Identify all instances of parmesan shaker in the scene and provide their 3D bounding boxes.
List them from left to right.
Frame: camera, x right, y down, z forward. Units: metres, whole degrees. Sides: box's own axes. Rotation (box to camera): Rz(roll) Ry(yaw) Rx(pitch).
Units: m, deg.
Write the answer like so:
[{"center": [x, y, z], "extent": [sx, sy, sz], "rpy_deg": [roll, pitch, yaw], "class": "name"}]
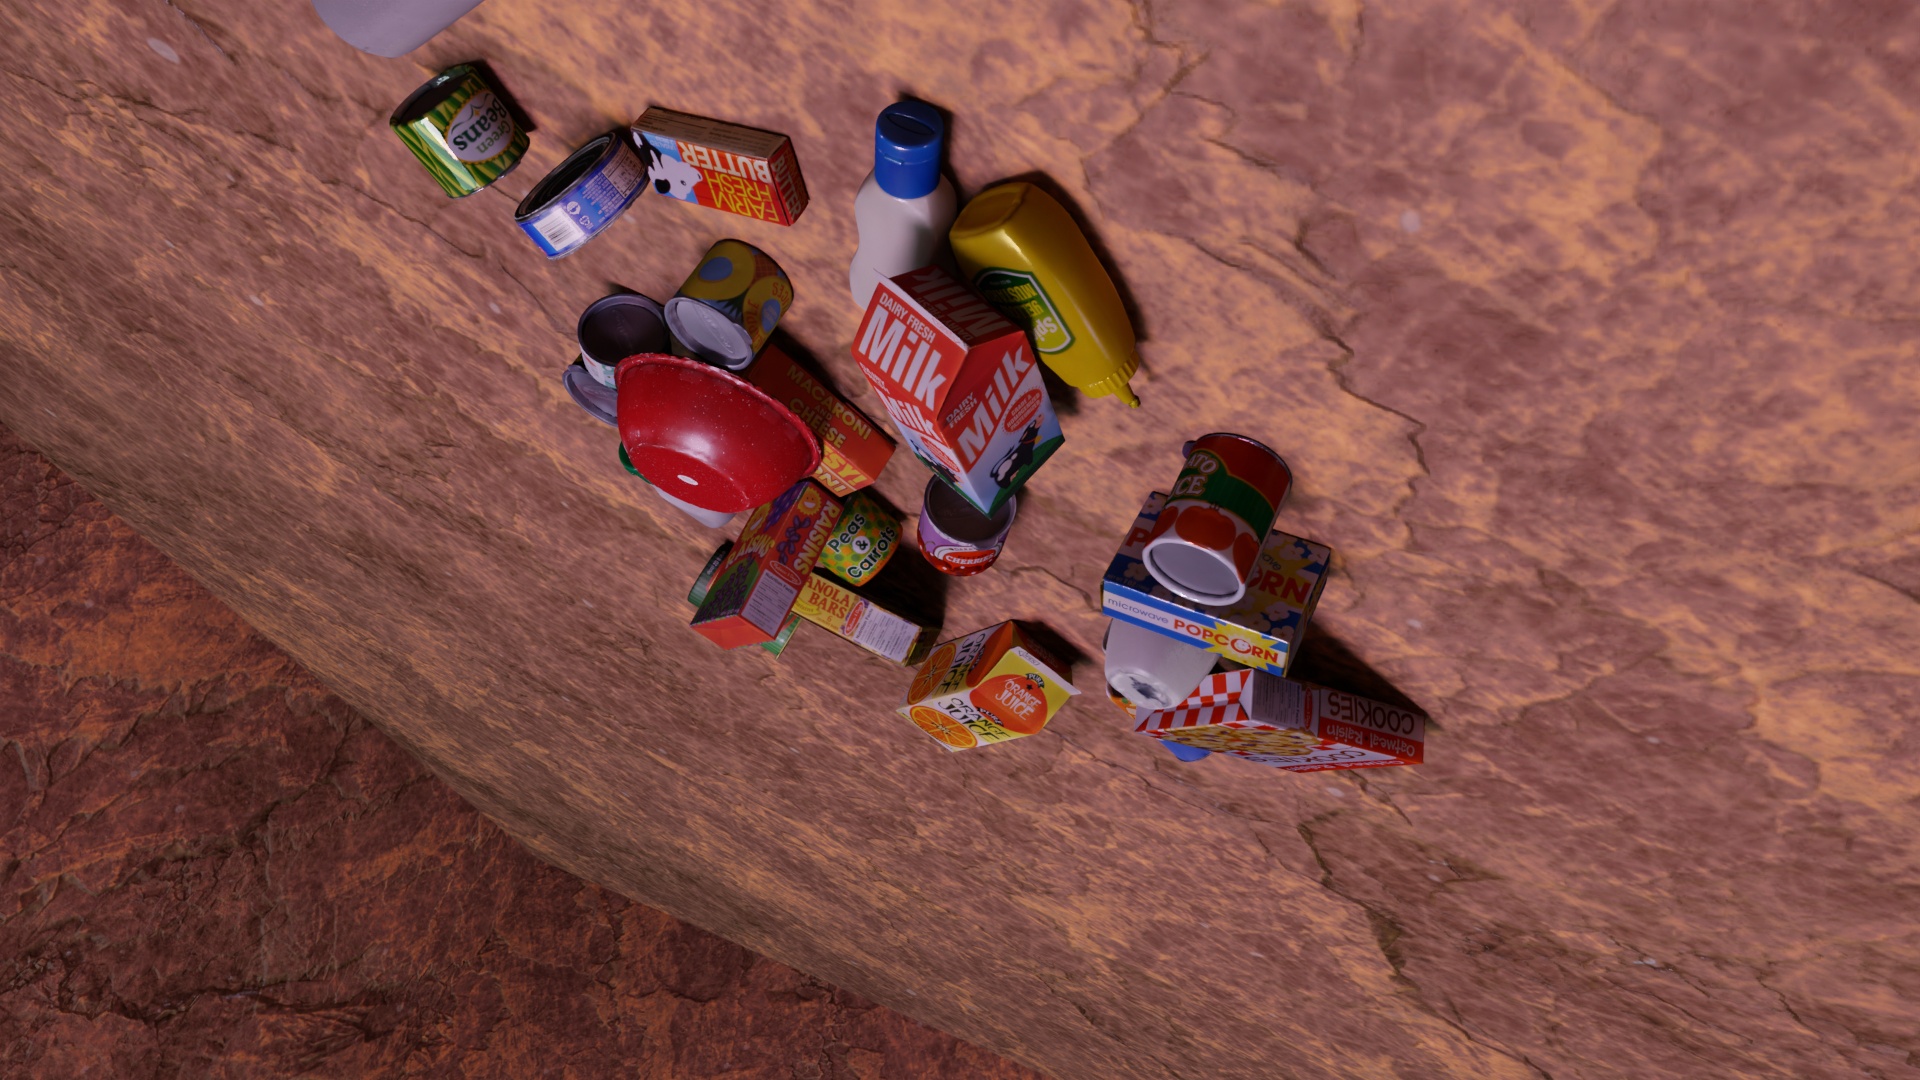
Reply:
[{"center": [-0.200, 0.058, 1.320], "extent": [0.103, 0.071, 0.071], "rpy_deg": [31, 153, -3], "class": "parmesan shaker"}]

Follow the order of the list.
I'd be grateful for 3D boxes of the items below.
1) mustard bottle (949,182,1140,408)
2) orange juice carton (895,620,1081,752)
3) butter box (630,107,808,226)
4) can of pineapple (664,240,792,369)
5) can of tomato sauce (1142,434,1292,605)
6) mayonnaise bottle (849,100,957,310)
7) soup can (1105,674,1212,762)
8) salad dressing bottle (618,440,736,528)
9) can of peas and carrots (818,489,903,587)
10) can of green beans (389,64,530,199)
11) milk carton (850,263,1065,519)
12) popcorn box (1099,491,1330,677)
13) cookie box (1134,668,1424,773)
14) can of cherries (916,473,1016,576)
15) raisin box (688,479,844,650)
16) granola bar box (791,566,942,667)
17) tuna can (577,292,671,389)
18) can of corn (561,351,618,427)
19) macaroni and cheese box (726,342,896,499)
[{"center": [0.060, -0.127, 0.779], "extent": [0.065, 0.049, 0.160], "rpy_deg": [2, 142, 50], "class": "mustard bottle"}, {"center": [0.028, 0.127, 1.214], "extent": [0.072, 0.073, 0.192], "rpy_deg": [38, 151, -16], "class": "orange juice carton"}, {"center": [-0.145, -0.225, 0.838], "extent": [0.103, 0.024, 0.053], "rpy_deg": [18, 150, 21], "class": "butter box"}, {"center": [-0.152, -0.156, 0.925], "extent": [0.071, 0.058, 0.070], "rpy_deg": [23, 152, 13], "class": "can of pineapple"}, {"center": [0.154, -0.013, 0.843], "extent": [0.071, 0.083, 0.071], "rpy_deg": [22, 152, 13], "class": "can of tomato sauce"}, {"center": [-0.031, -0.181, 0.786], "extent": [0.065, 0.041, 0.147], "rpy_deg": [25, 151, 9], "class": "mayonnaise bottle"}, {"center": [0.166, 0.121, 1.078], "extent": [0.083, 0.071, 0.071], "rpy_deg": [41, 151, -20], "class": "soup can"}, {"center": [-0.230, -0.052, 1.143], "extent": [0.064, 0.044, 0.147], "rpy_deg": [38, 177, 21], "class": "salad dressing bottle"}, {"center": [-0.087, -0.004, 1.108], "extent": [0.058, 0.071, 0.071], "rpy_deg": [40, 151, -21], "class": "can of peas and carrots"}, {"center": [-0.324, -0.265, 0.899], "extent": [0.071, 0.071, 0.057], "rpy_deg": [6, 144, 38], "class": "can of green beans"}, {"center": [-0.002, -0.091, 0.807], "extent": [0.072, 0.073, 0.190], "rpy_deg": [41, 173, 24], "class": "milk carton"}, {"center": [0.164, 0.026, 0.895], "extent": [0.127, 0.085, 0.038], "rpy_deg": [19, 142, 20], "class": "popcorn box"}, {"center": [0.229, 0.131, 0.997], "extent": [0.167, 0.040, 0.122], "rpy_deg": [17, 161, -28], "class": "cookie box"}, {"center": [0.004, -0.013, 1.003], "extent": [0.071, 0.072, 0.058], "rpy_deg": [27, 153, 5], "class": "can of cherries"}, {"center": [-0.148, 0.019, 1.057], "extent": [0.040, 0.124, 0.086], "rpy_deg": [37, 153, -23], "class": "raisin box"}, {"center": [-0.085, 0.063, 1.179], "extent": [0.124, 0.039, 0.165], "rpy_deg": [27, 179, 6], "class": "granola bar box"}, {"center": [-0.245, -0.147, 1.026], "extent": [0.071, 0.071, 0.032], "rpy_deg": [27, 153, 6], "class": "tuna can"}, {"center": [-0.265, -0.131, 1.076], "extent": [0.071, 0.058, 0.070], "rpy_deg": [23, 152, 13], "class": "can of corn"}, {"center": [-0.142, -0.079, 1.065], "extent": [0.123, 0.040, 0.166], "rpy_deg": [40, 152, -20], "class": "macaroni and cheese box"}]
